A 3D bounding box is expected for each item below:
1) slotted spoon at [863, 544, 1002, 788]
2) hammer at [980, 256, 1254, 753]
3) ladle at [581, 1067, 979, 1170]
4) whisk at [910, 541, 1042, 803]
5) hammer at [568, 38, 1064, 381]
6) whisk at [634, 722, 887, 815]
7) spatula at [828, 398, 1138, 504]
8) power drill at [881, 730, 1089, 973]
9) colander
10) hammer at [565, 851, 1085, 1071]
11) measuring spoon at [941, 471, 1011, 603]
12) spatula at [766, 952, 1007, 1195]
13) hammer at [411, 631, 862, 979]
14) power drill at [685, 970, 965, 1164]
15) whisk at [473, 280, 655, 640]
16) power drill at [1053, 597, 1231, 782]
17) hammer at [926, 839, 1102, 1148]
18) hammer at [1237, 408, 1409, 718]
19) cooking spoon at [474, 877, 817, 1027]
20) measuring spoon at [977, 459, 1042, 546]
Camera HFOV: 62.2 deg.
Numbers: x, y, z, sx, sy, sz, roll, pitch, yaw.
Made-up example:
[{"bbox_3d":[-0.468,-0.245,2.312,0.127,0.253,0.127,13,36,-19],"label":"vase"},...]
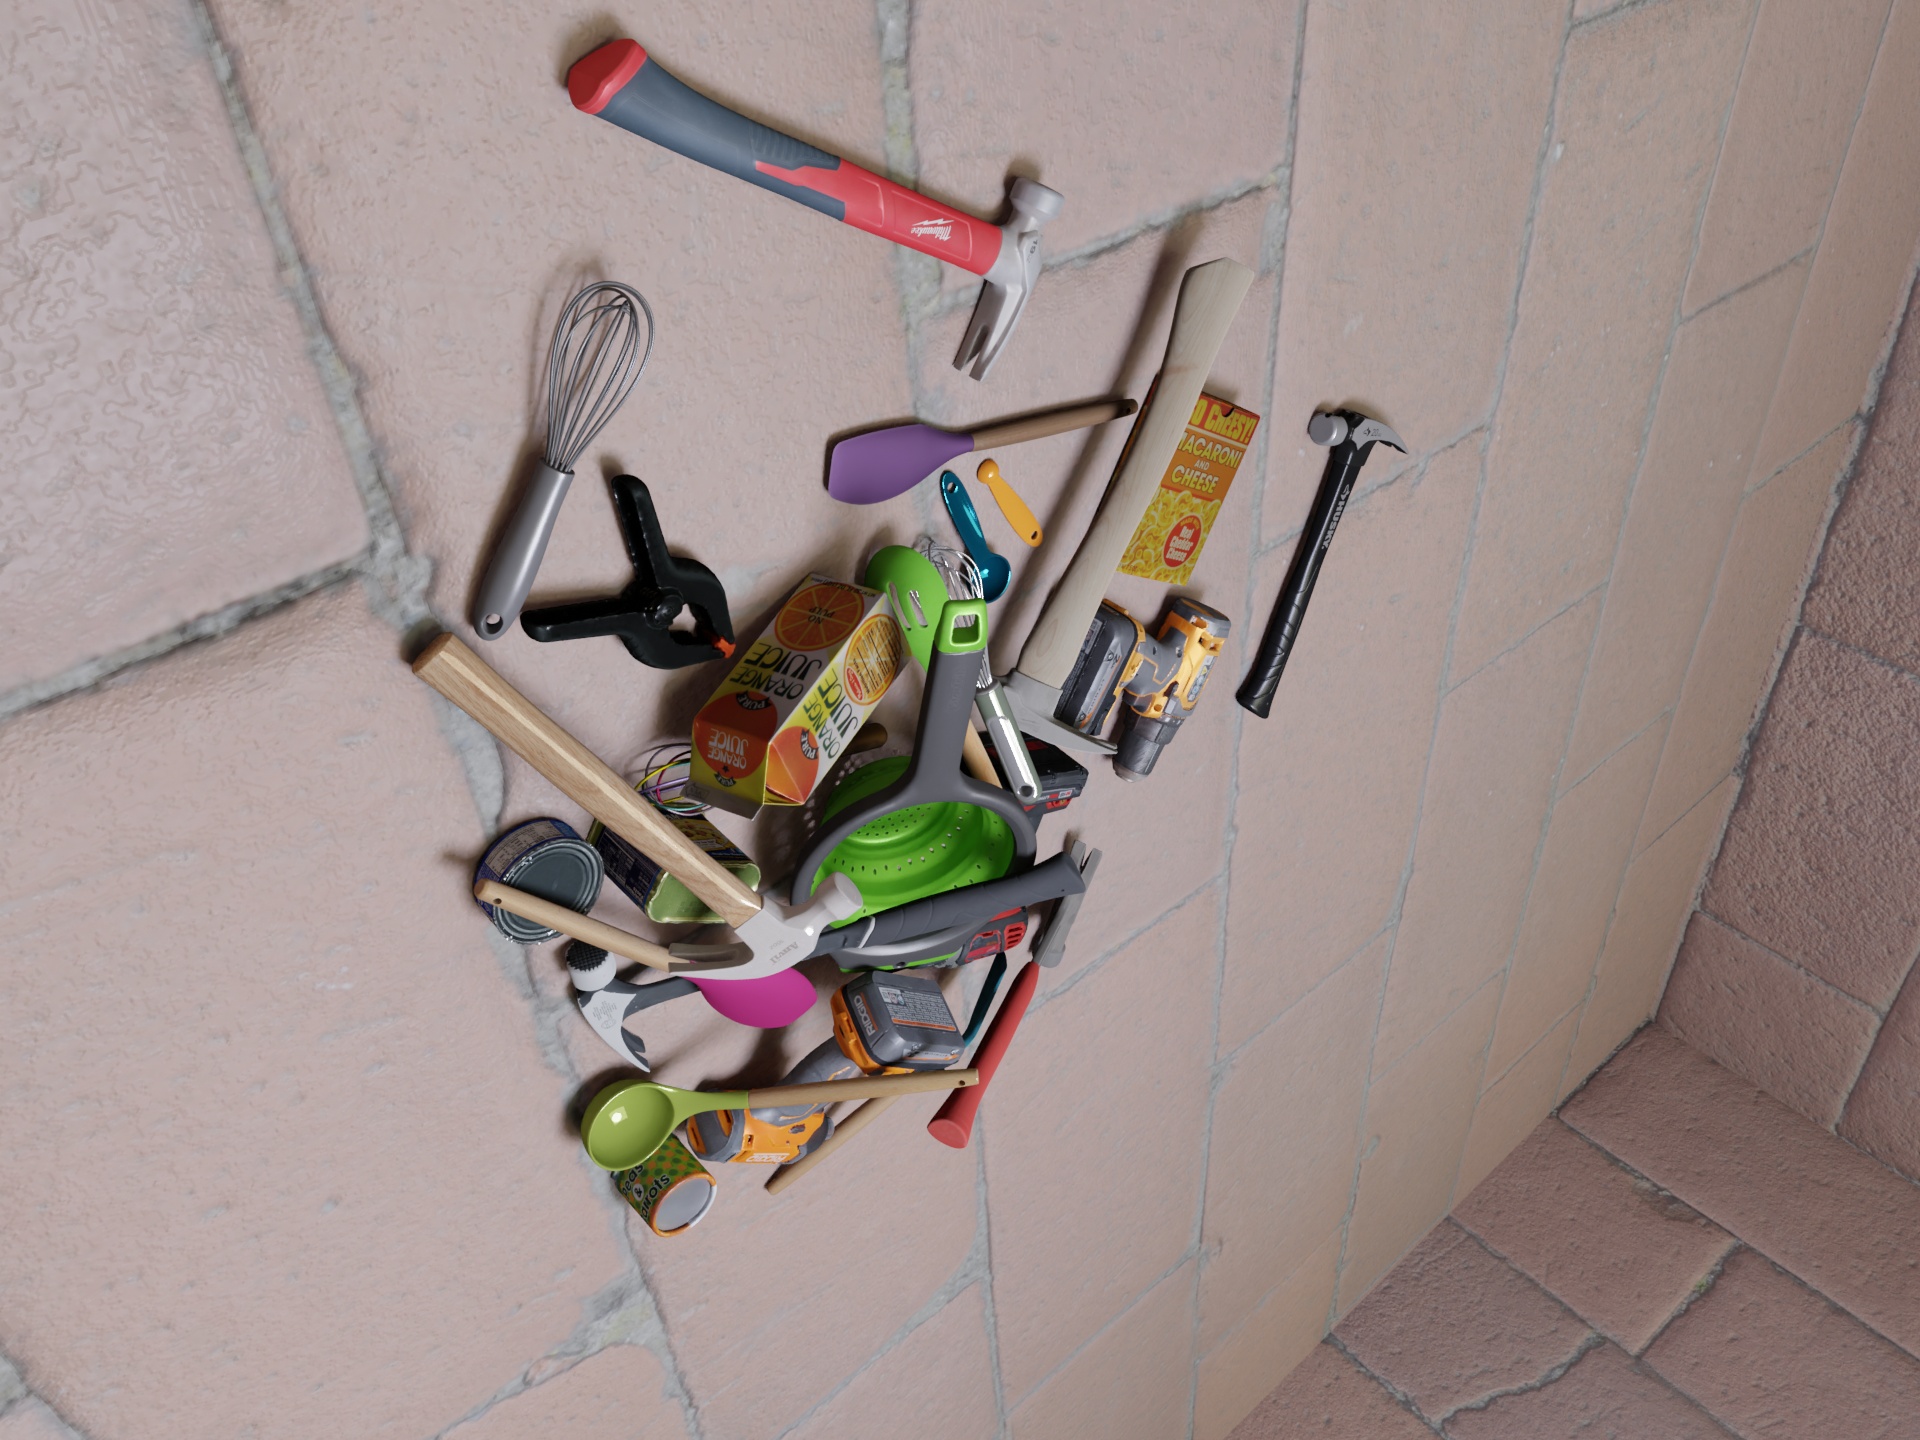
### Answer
[{"bbox_3d":[-0.002,-0.004,1.270,0.313,0.070,0.031,65,34,-34],"label":"slotted spoon"},{"bbox_3d":[0.142,-0.172,1.290,0.038,0.146,0.410,-71,-174,-77],"label":"hammer"},{"bbox_3d":[-0.144,0.310,1.276,0.320,0.062,0.078,-6,119,2],"label":"ladle"},{"bbox_3d":[0.018,-0.034,1.280,0.058,0.059,0.246,-16,117,14],"label":"whisk"},{"bbox_3d":[-0.084,-0.323,1.009,0.386,0.038,0.143,4,116,-49],"label":"hammer"},{"bbox_3d":[-0.145,0.030,1.209,0.245,0.051,0.047,-14,121,-45],"label":"whisk"},{"bbox_3d":[0.025,-0.216,1.226,0.316,0.018,0.059,-21,134,-37],"label":"spatula"},{"bbox_3d":[0.007,0.127,1.424,0.187,0.080,0.226,-7,126,-44],"label":"power drill"},{"bbox_3d":[-0.036,0.038,1.240,0.204,0.095,0.396,-6,136,-18],"label":"colander"},{"bbox_3d":[-0.095,0.177,1.258,0.409,0.036,0.149,-15,136,-10],"label":"hammer"},{"bbox_3d":[0.005,-0.148,1.264,0.042,0.021,0.128,-40,132,-18],"label":"measuring spoon"},{"bbox_3d":[-0.066,0.339,1.506,0.317,0.044,0.082,-40,-174,1],"label":"spatula"},{"bbox_3d":[-0.221,0.062,1.043,0.130,0.031,0.331,-39,117,14],"label":"hammer"},{"bbox_3d":[-0.109,0.313,1.387,0.226,0.084,0.164,-39,149,19],"label":"power drill"},{"bbox_3d":[-0.246,-0.152,0.957,0.055,0.055,0.239,6,117,-50],"label":"whisk"},{"bbox_3d":[0.147,-0.026,1.460,0.226,0.084,0.185,0,118,-53],"label":"power drill"},{"bbox_3d":[0.052,0.257,1.463,0.359,0.037,0.149,-53,163,-56],"label":"hammer"},{"bbox_3d":[0.357,-0.153,1.626,0.146,0.035,0.334,-8,123,-44],"label":"hammer"},{"bbox_3d":[-0.221,0.172,1.157,0.068,0.017,0.318,-41,136,16],"label":"cooking spoon"},{"bbox_3d":[0.044,-0.172,1.285,0.021,0.011,0.116,-51,143,-6],"label":"measuring spoon"}]
